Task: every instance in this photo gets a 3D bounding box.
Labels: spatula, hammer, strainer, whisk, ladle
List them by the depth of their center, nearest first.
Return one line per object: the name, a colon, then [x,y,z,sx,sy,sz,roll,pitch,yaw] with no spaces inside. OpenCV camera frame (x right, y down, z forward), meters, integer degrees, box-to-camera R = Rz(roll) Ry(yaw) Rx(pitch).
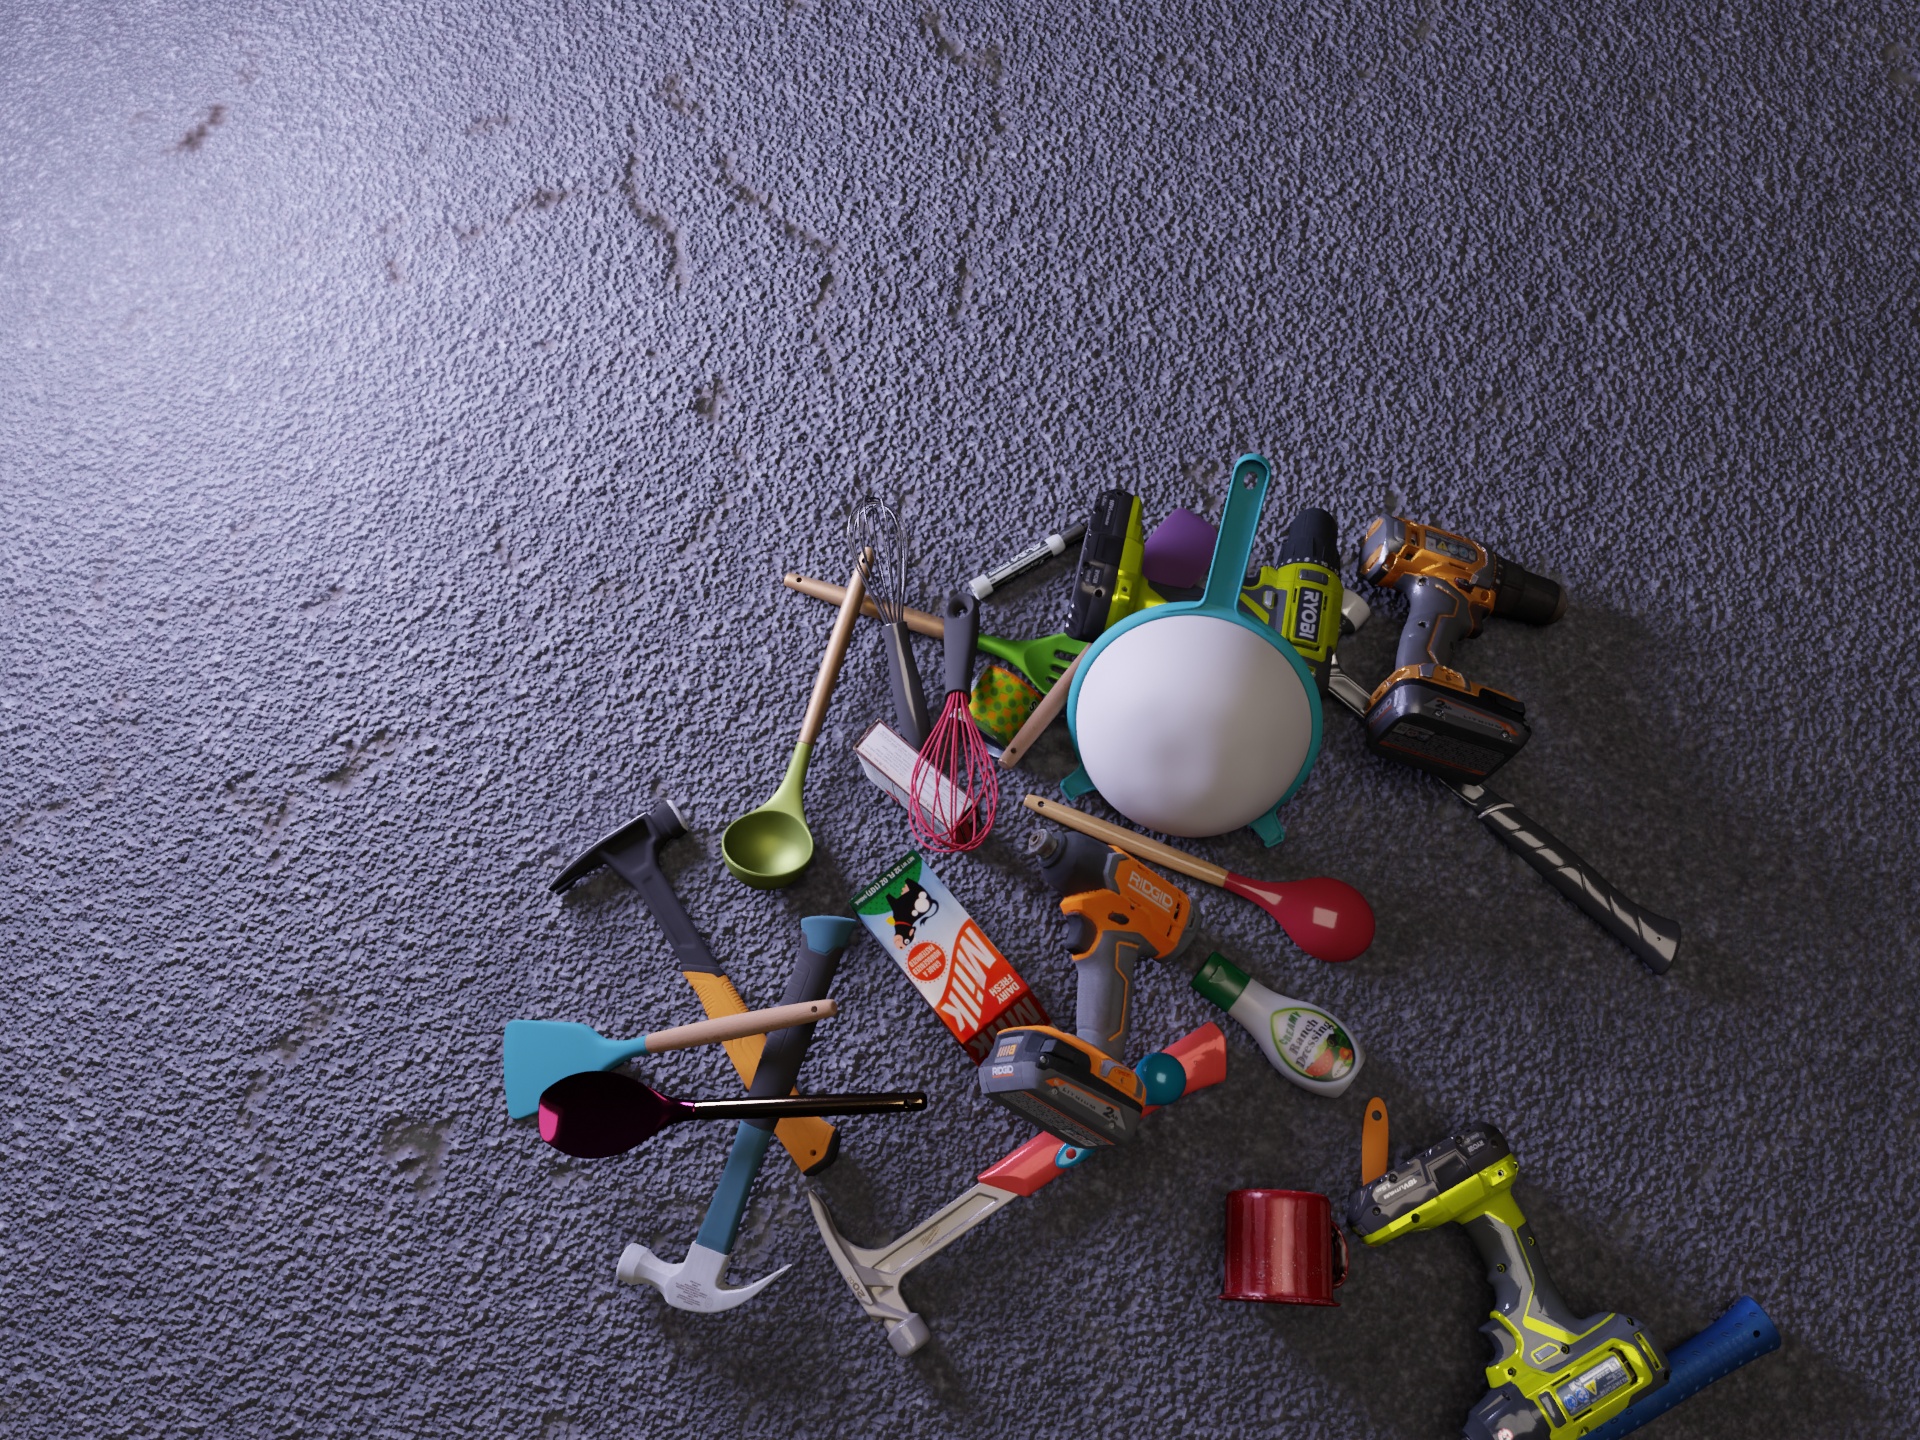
hammer: [0.446,0.564,1.209,0.405,0.035,0.144,-28,74,-6]
strainer: [0.194,-0.038,1.256,0.211,0.095,0.340,13,119,7]
hammer: [-0.159,0.310,1.272,0.128,0.033,0.331,19,85,12]
spatula: [-0.237,0.259,1.283,0.317,0.044,0.082,-17,70,27]
hammer: [0.059,0.348,1.286,0.359,0.036,0.149,-33,75,-7]
whisk: [-0.002,-0.004,1.307,0.073,0.073,0.296,0,45,2]
hammer: [-0.210,0.235,1.330,0.127,0.034,0.337,-33,75,-8]
ladle: [0.201,0.124,1.351,0.315,0.031,0.069,21,77,10]
hammer: [0.436,0.068,1.353,0.409,0.036,0.149,42,81,12]
ladle: [-0.127,-0.007,1.376,0.078,0.062,0.320,16,78,5]
spatula: [0.130,-0.072,1.385,0.060,0.018,0.316,35,66,11]
whisk: [-0.056,-0.083,1.388,0.055,0.055,0.239,-11,90,-1]

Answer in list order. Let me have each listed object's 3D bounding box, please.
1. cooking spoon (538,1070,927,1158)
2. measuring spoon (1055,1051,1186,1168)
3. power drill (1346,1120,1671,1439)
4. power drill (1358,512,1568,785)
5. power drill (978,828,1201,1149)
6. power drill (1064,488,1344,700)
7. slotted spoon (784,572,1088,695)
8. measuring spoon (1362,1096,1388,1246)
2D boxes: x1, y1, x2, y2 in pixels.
cooking spoon: [-0.182,0.306,1.250,0.319,0.017,0.069,-5,81,10]
measuring spoon: [0.126,0.312,1.262,0.128,0.021,0.042,-38,76,-7]
power drill: [0.399,0.436,1.205,0.171,0.080,0.223,-27,69,-8]
power drill: [0.428,-0.060,1.340,0.185,0.084,0.226,17,55,-8]
power drill: [0.094,0.202,1.252,0.164,0.084,0.227,35,58,-23]
power drill: [0.216,-0.120,1.364,0.228,0.080,0.191,14,61,1]
slotted spoon: [-0.011,-0.081,1.418,0.314,0.031,0.070,18,67,9]
measuring spoon: [0.335,0.363,1.283,0.021,0.011,0.117,5,74,4]
